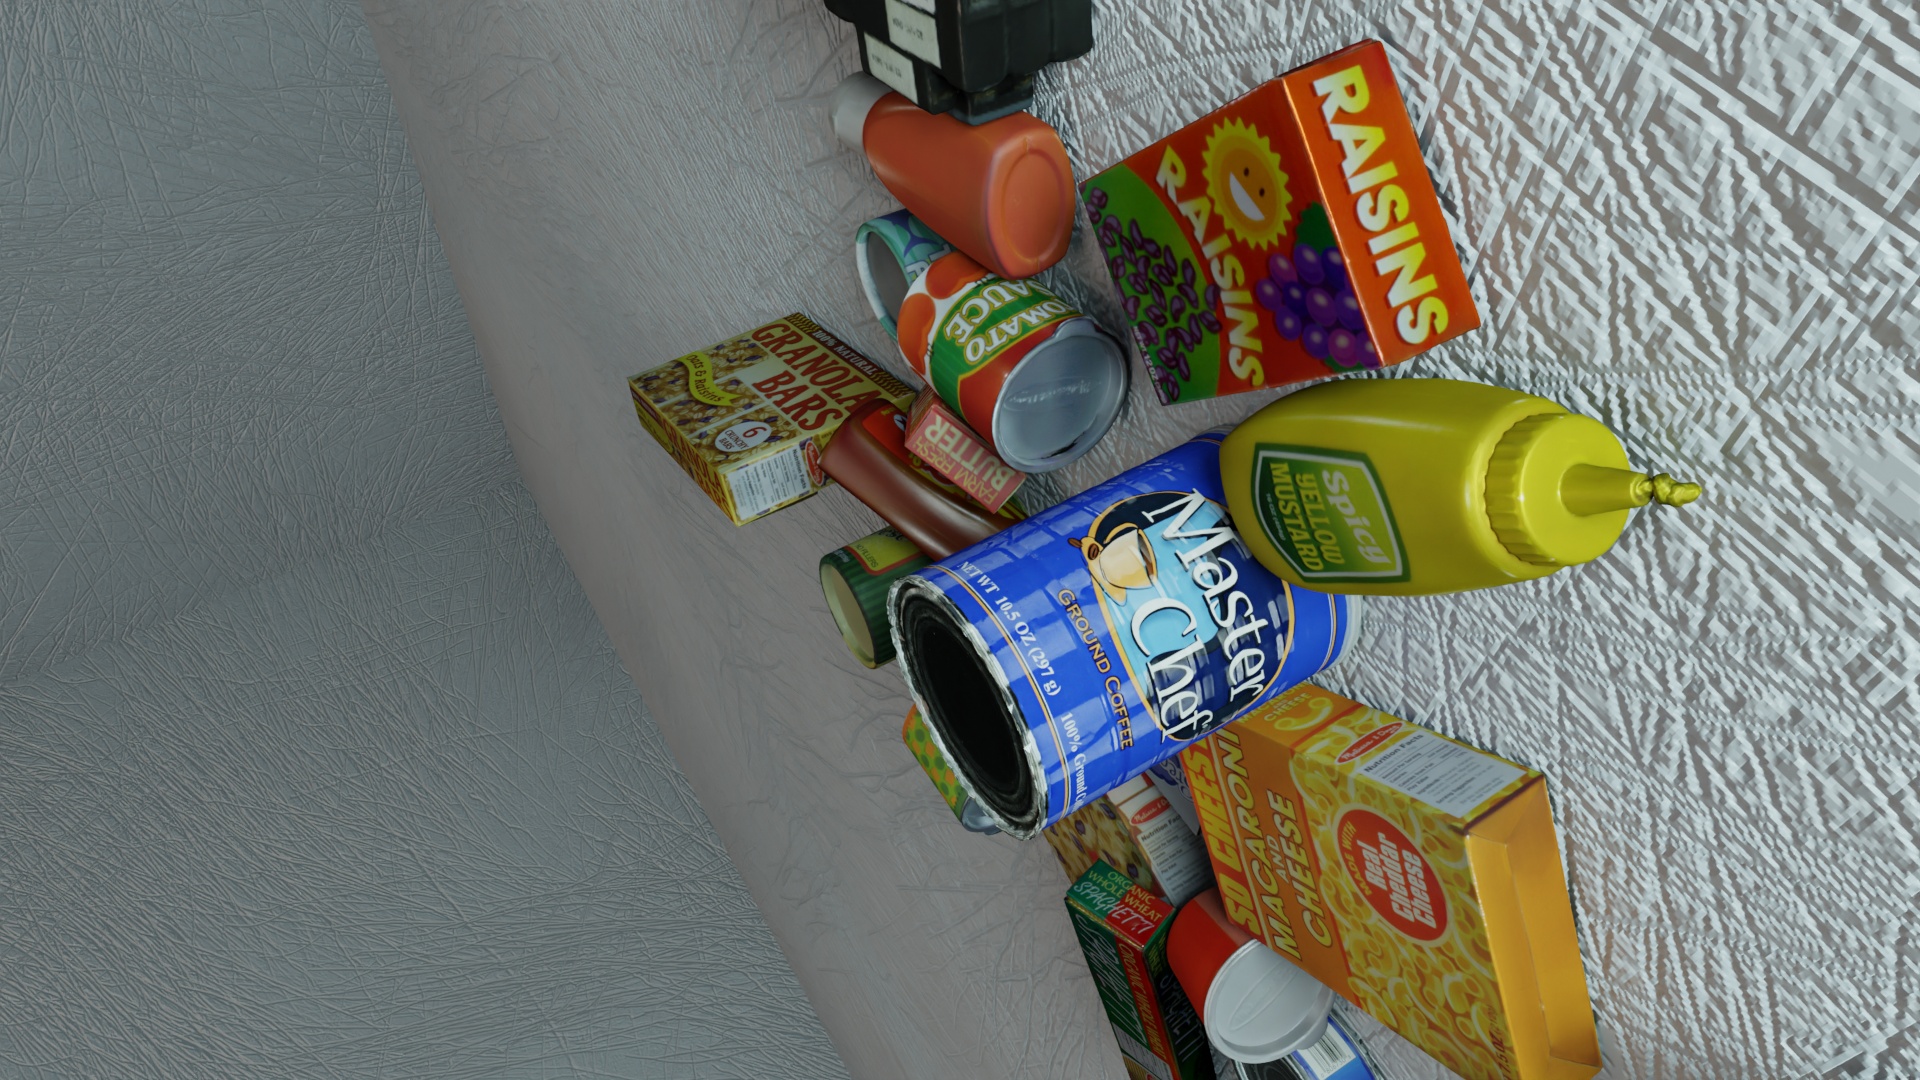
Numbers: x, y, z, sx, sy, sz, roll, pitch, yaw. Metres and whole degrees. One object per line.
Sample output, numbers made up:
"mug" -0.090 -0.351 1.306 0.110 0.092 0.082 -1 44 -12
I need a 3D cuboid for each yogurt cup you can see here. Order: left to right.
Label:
"yogurt cup" 0.131 0.195 0.639 0.054 0.072 0.072 -138 29 -63

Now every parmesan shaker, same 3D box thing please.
"parmesan shaker" -0.014 0.018 0.731 0.071 0.103 0.071 51 155 34

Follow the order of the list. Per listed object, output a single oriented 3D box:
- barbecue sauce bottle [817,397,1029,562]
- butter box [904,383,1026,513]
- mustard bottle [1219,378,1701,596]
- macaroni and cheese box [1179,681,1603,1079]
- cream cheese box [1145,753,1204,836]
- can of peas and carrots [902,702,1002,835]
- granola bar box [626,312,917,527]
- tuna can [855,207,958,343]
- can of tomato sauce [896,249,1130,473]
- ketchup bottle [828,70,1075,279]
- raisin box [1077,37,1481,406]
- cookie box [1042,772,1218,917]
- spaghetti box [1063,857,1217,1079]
"barbecue sauce bottle" 0.002 -0.009 0.680 0.148 0.065 0.043 39 113 6
"butter box" 0.001 -0.047 0.647 0.053 0.024 0.104 37 -169 -9
"mustard bottle" 0.136 -0.016 0.395 0.065 0.049 0.160 67 160 -10
"macaroni and cheese box" 0.153 0.122 0.528 0.166 0.040 0.123 21 133 62
"cream cheese box" 0.094 0.084 0.655 0.104 0.024 0.053 52 157 31
"can of peas and carrots" 0.012 0.104 0.699 0.059 0.071 0.070 50 156 32
"granola bar box" -0.114 -0.078 0.838 0.166 0.124 0.039 39 148 50
"tuna can" -0.022 -0.129 0.681 0.071 0.033 0.070 52 157 33
"can of tomato sauce" 0.020 -0.079 0.585 0.083 0.071 0.070 47 153 42
"ketchup bottle" -0.009 -0.165 0.592 0.149 0.044 0.064 43 150 46
"raisin box" 0.093 -0.091 0.430 0.086 0.040 0.123 68 161 -8
"cookie box" 0.067 0.125 0.750 0.167 0.040 0.122 60 159 11
"spaghetti box" 0.102 0.251 0.749 0.050 0.029 0.248 28 152 35
